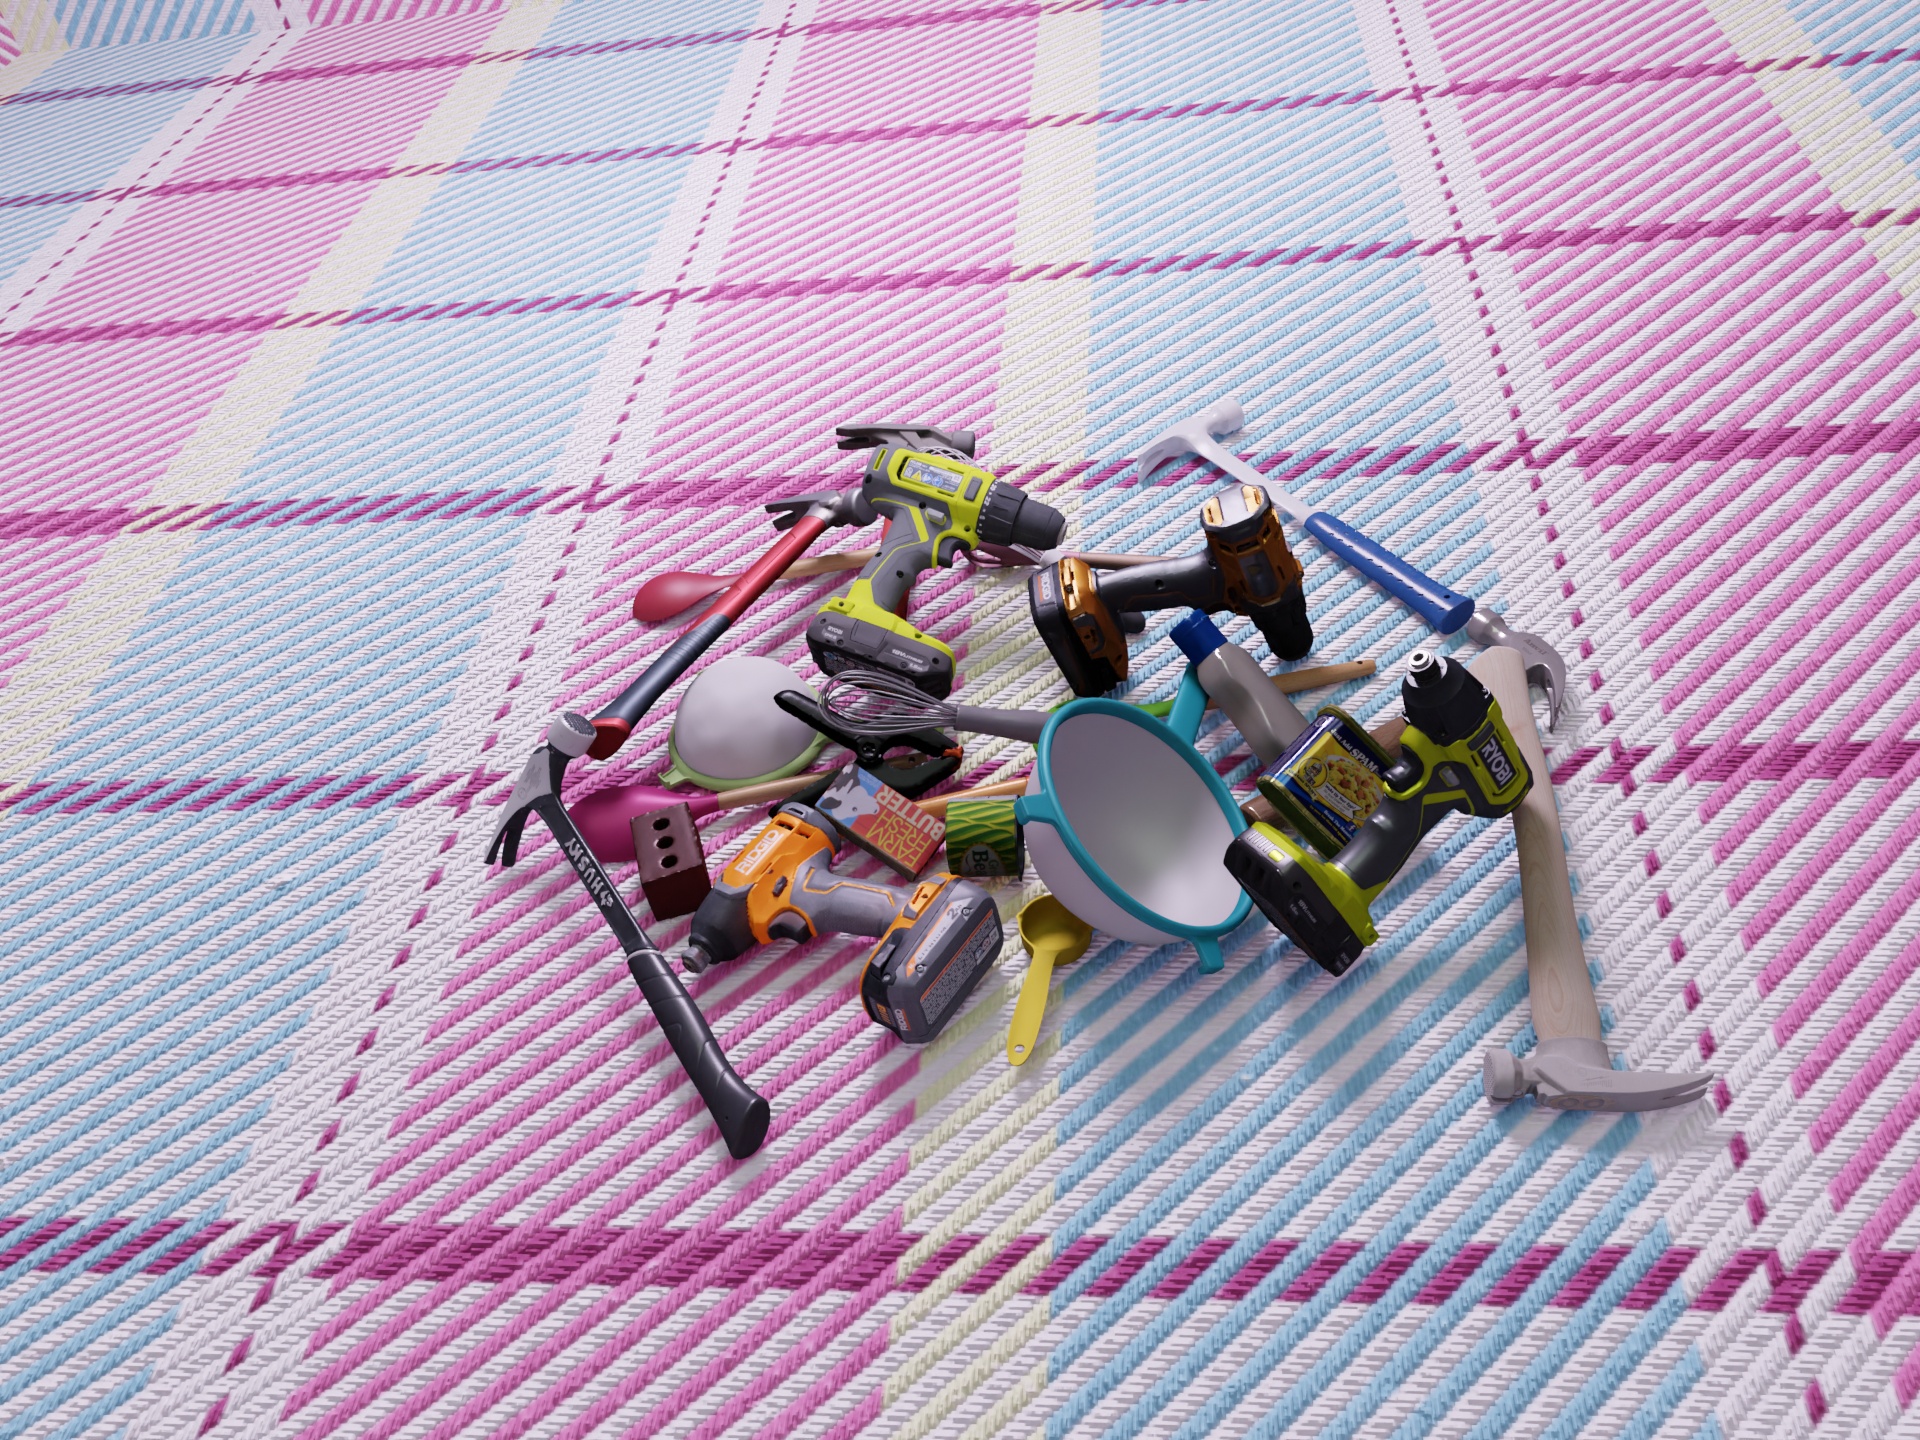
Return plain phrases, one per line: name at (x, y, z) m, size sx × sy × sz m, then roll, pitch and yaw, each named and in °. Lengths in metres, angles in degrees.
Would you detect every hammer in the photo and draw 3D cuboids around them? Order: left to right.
hammer at (-0.260, 0.174, 1.241) m, size 0.149 × 0.036 × 0.409 m, roll -52°, pitch 54°, yaw 16°
hammer at (-0.233, -0.098, 1.484) m, size 0.143 × 0.038 × 0.386 m, roll -1°, pitch 38°, yaw 41°
hammer at (-0.072, -0.173, 1.581) m, size 0.149 × 0.036 × 0.359 m, roll 2°, pitch 49°, yaw 4°
hammer at (0.336, -0.199, 1.565) m, size 0.144 × 0.035 × 0.406 m, roll -28°, pitch 47°, yaw -19°
hammer at (0.375, 0.012, 1.341) m, size 0.331 × 0.031 × 0.130 m, roll -28°, pitch 46°, yaw -18°
hammer at (0.449, 0.103, 1.205) m, size 0.146 × 0.038 × 0.411 m, roll 0°, pitch 50°, yaw 7°

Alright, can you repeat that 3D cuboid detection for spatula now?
spatula at (0.035, 0.067, 1.348) m, size 0.322 × 0.041 × 0.081 m, roll -13°, pitch 45°, yaw 1°

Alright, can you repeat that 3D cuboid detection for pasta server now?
pasta server at (0.145, -0.162, 1.557) m, size 0.316 × 0.060 × 0.040 m, roll 5°, pitch 64°, yaw 10°

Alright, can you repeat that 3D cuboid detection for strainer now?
strainer at (-0.144, -0.010, 1.422) m, size 0.256 × 0.069 × 0.152 m, roll 0°, pitch 44°, yaw 12°
strainer at (0.140, 0.060, 1.276) m, size 0.211 × 0.095 × 0.340 m, roll 40°, pitch 36°, yaw -7°

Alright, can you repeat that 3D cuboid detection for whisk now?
whisk at (-0.002, -0.005, 1.349) m, size 0.239 × 0.055 × 0.055 m, roll 8°, pitch 43°, yaw -6°
whisk at (0.062, -0.171, 1.517) m, size 0.285 × 0.070 × 0.070 m, roll 39°, pitch 58°, yaw 12°

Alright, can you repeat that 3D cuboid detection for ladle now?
ladle at (-0.178, -0.149, 1.607) m, size 0.315 × 0.031 × 0.069 m, roll -10°, pitch 41°, yaw -4°

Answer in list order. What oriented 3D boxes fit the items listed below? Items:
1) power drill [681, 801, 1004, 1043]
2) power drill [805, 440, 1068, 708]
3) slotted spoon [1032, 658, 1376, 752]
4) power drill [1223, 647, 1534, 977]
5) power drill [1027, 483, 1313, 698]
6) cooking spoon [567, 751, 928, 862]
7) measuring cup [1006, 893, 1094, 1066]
power drill at (-0.100, 0.162, 1.231) m, size 0.227 × 0.084 × 0.164 m, roll 20°, pitch 52°, yaw 32°
power drill at (-0.023, -0.132, 1.438) m, size 0.190 × 0.080 × 0.229 m, roll 20°, pitch 69°, yaw 9°
slotted spoon at (0.216, -0.019, 1.405) m, size 0.313 × 0.031 × 0.070 m, roll -11°, pitch 39°, yaw -4°
power drill at (0.307, 0.063, 1.164) m, size 0.223 × 0.171 × 0.080 m, roll -45°, pitch 38°, yaw -3°
power drill at (0.195, -0.096, 1.412) m, size 0.226 × 0.185 × 0.084 m, roll -20°, pitch 41°, yaw 16°
cooking spoon at (-0.184, 0.065, 1.378) m, size 0.319 × 0.017 × 0.069 m, roll -11°, pitch 70°, yaw -7°
measuring cup at (0.061, 0.200, 1.202) m, size 0.062 × 0.029 × 0.157 m, roll 7°, pitch 48°, yaw 16°
